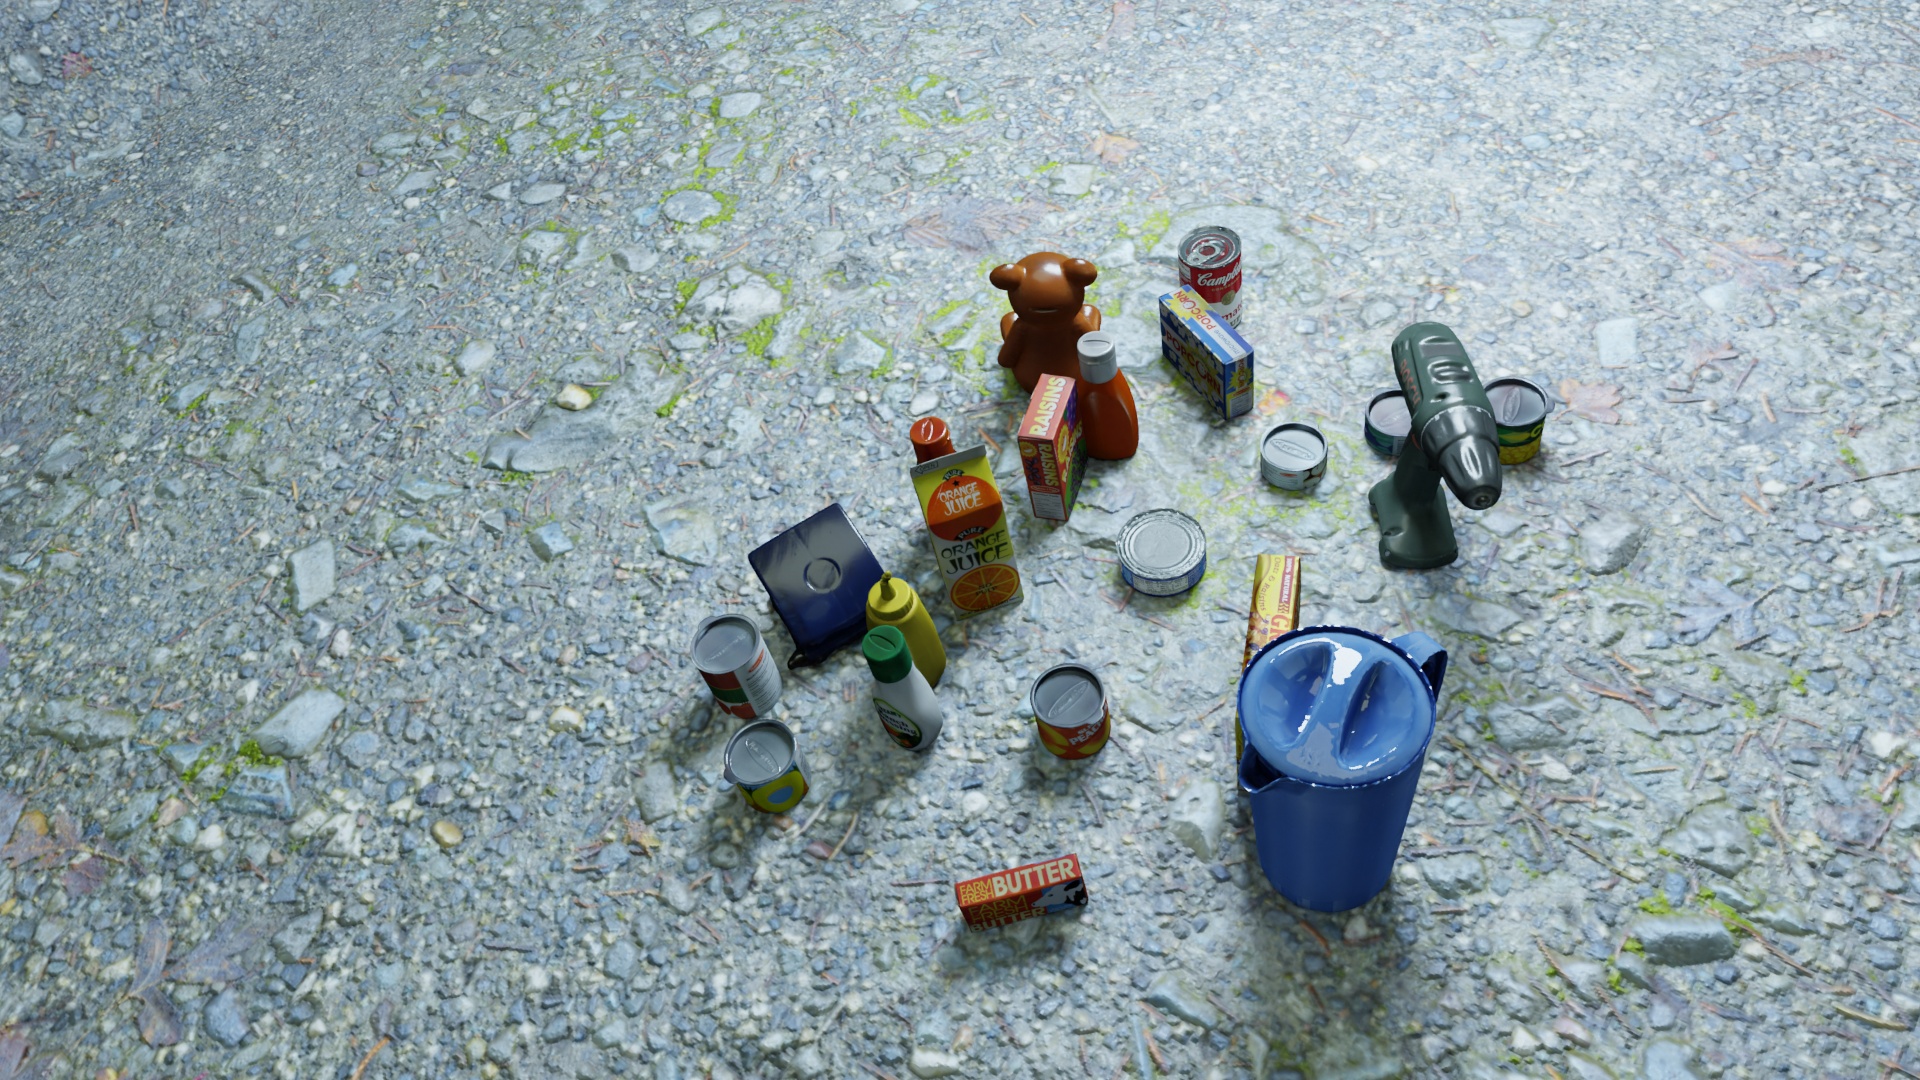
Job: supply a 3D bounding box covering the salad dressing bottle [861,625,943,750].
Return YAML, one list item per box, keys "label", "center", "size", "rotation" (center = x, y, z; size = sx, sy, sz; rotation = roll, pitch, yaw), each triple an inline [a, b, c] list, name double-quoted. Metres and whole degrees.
- label: "salad dressing bottle"
  center: [-0.053, 0.129, 1.217]
  size: [0.064, 0.147, 0.044]
  rotation: [26, 61, 29]

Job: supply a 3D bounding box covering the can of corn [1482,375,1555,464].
- label: "can of corn"
  center: [0.533, -0.115, 1.345]
  size: [0.071, 0.058, 0.071]
  rotation: [-6, 51, 8]

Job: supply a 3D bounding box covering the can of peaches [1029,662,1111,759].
- label: "can of peaches"
  center: [0.099, 0.152, 1.223]
  size: [0.071, 0.057, 0.071]
  rotation: [-6, 51, 8]

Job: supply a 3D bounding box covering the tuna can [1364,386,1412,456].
- label: "tuna can"
  center: [0.436, -0.120, 1.386]
  size: [0.071, 0.032, 0.071]
  rotation: [-6, 51, 8]

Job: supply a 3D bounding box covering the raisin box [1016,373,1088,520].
- label: "raisin box"
  center: [0.093, -0.091, 1.379]
  size: [0.040, 0.122, 0.086]
  rotation: [9, 54, 19]

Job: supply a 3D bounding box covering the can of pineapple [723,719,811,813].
- label: "can of pineapple"
  center: [-0.173, 0.203, 1.241]
  size: [0.071, 0.057, 0.071]
  rotation: [-6, 51, 8]

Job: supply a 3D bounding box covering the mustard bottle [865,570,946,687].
- label: "mustard bottle"
  center: [-0.055, 0.077, 1.251]
  size: [0.065, 0.159, 0.049]
  rotation: [29, 63, 30]

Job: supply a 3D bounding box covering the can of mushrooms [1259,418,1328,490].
- label: "can of mushrooms"
  center: [0.332, -0.086, 1.381]
  size: [0.071, 0.033, 0.071]
  rotation: [-6, 51, 8]

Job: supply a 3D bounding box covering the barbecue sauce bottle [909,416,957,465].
- label: "barbecue sauce bottle"
  center: [-0.017, -0.059, 1.360]
  size: [0.043, 0.147, 0.065]
  rotation: [-1, 52, 11]

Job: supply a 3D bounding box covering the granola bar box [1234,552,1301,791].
- label: "granola bar box"
  center: [0.262, 0.113, 1.177]
  size: [0.039, 0.123, 0.166]
  rotation: [5, 53, 16]

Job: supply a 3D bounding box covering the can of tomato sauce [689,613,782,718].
- label: "can of tomato sauce"
  center: [-0.210, 0.118, 1.302]
  size: [0.071, 0.082, 0.071]
  rotation: [-6, 51, 8]

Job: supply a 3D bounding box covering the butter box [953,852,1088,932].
- label: "butter box"
  center: [0.050, 0.287, 1.129]
  size: [0.103, 0.053, 0.024]
  rotation: [-14, 50, 1]

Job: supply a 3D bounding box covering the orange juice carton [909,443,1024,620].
- label: "orange juice carton"
  center: [0.005, -0.016, 1.292]
  size: [0.072, 0.191, 0.073]
  rotation: [-18, 50, -2]

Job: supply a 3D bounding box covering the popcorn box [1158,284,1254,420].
- label: "popcorn box"
  center: [0.257, -0.197, 1.453]
  size: [0.038, 0.084, 0.127]
  rotation: [-27, 51, -9]

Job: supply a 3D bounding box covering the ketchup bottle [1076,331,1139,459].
- label: "ketchup bottle"
  center: [0.143, -0.144, 1.394]
  size: [0.065, 0.148, 0.044]
  rotation: [4, 53, 15]
